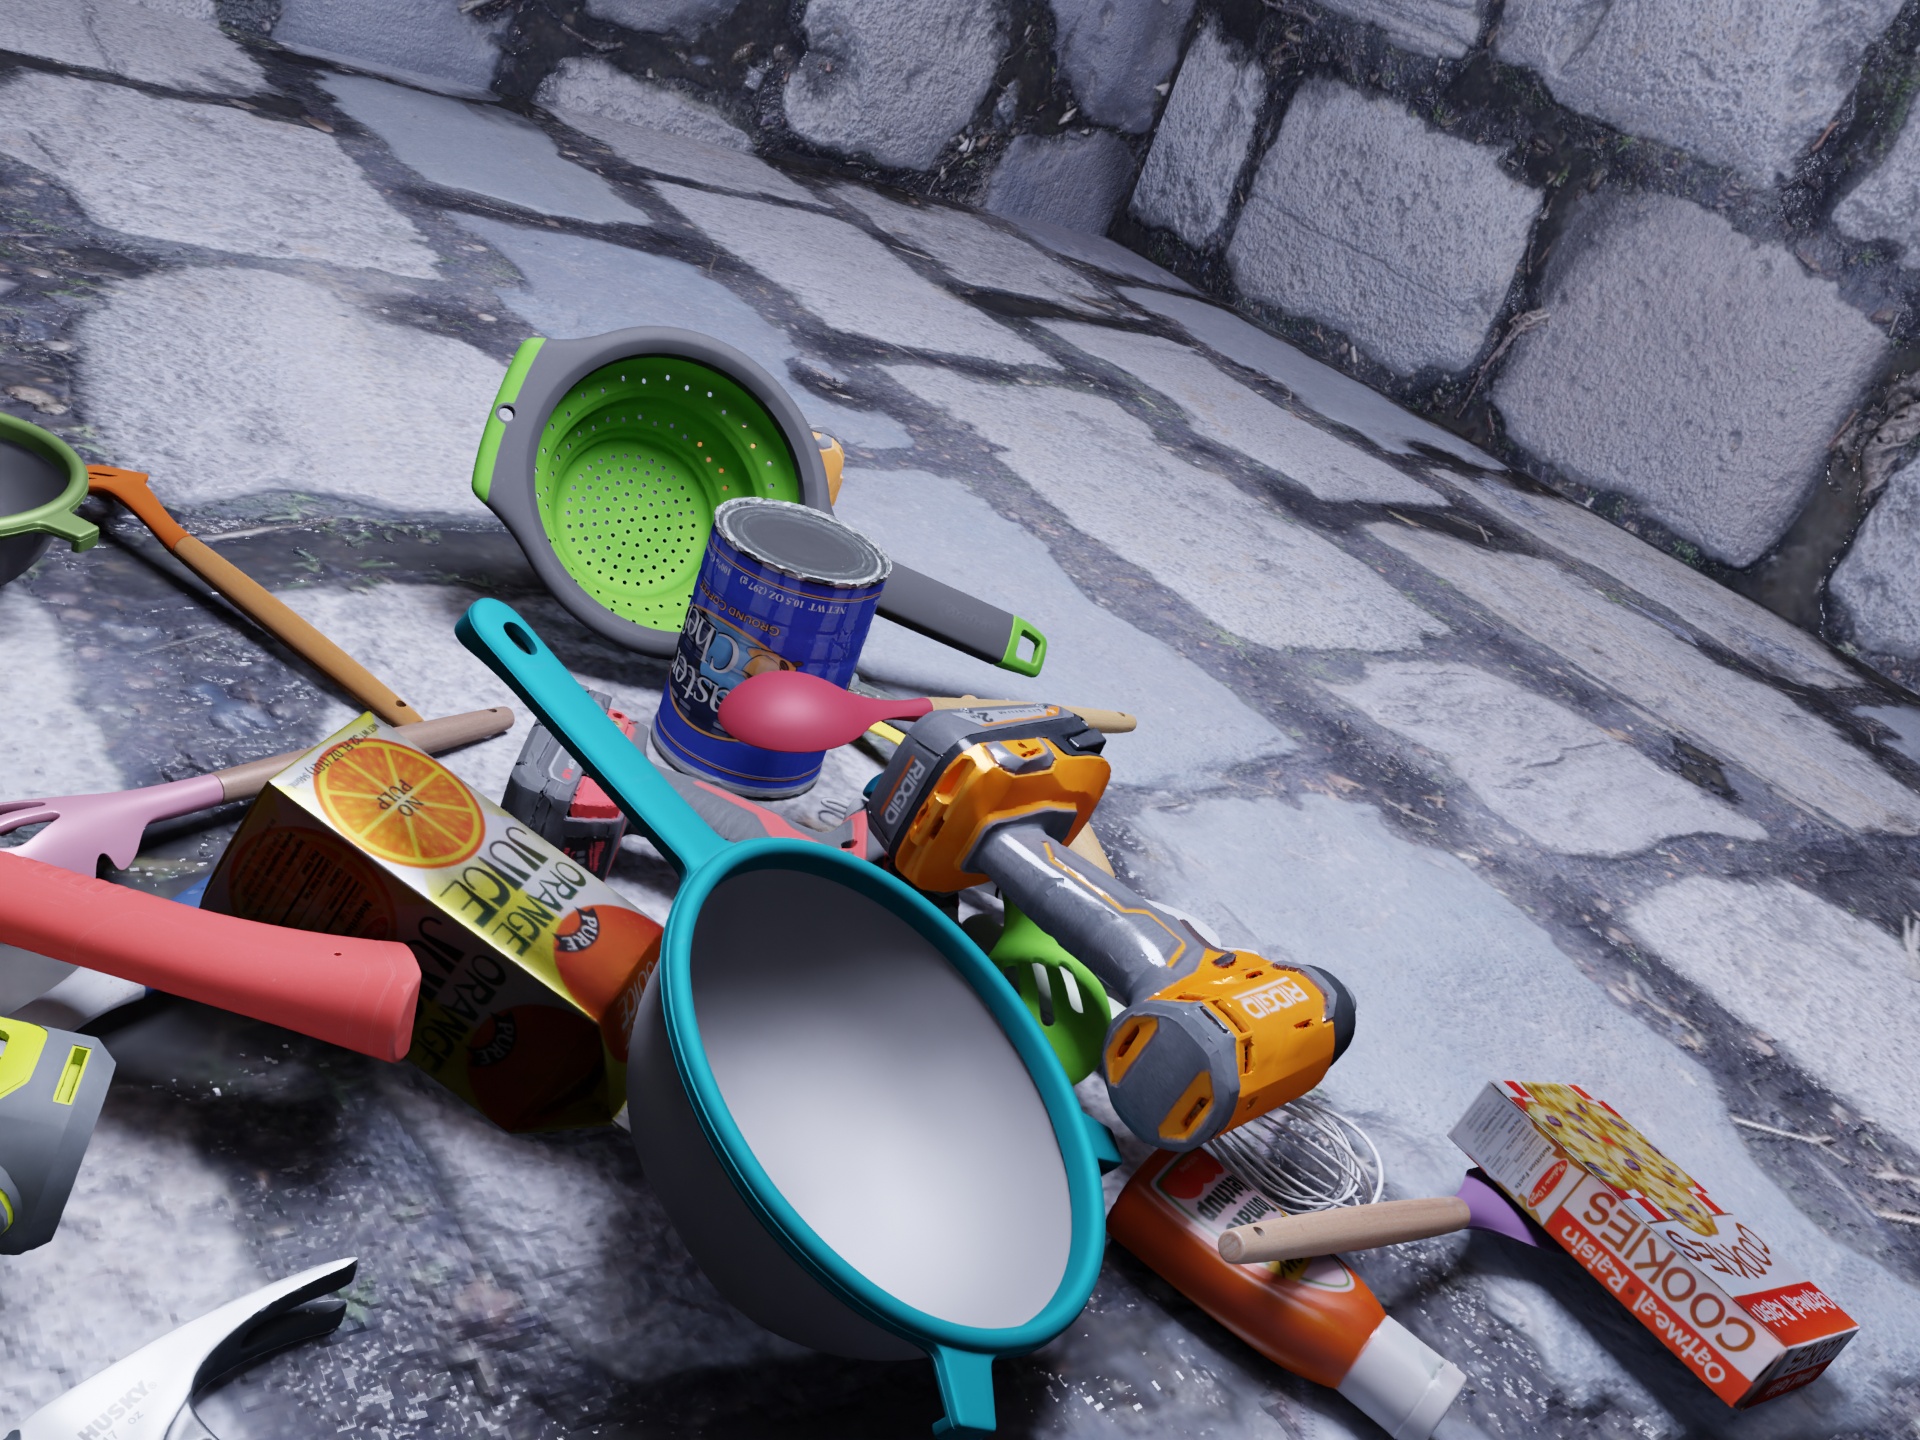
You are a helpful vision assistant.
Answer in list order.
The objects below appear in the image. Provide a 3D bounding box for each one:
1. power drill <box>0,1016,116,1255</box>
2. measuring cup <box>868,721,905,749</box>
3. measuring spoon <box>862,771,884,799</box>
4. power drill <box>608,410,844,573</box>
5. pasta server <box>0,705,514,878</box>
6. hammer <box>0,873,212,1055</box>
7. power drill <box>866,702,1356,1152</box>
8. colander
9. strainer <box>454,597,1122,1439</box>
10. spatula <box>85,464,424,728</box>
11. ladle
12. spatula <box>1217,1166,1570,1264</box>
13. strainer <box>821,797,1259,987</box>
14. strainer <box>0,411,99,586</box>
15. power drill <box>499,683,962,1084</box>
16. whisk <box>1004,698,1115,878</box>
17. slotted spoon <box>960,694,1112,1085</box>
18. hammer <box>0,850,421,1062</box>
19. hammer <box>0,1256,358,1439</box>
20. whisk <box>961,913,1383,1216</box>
[{"bbox_3d":[-0.324,0.138,0.368,0.190,0.080,0.229,20,23,-25],"label":"power drill"},{"bbox_3d":[-0.048,0.020,0.978,0.062,0.029,0.157,-1,21,-46],"label":"measuring cup"},{"bbox_3d":[0.004,0.056,0.912,0.128,0.021,0.042,24,-14,-20],"label":"measuring spoon"},{"bbox_3d":[-0.162,-0.154,1.165,0.185,0.084,0.226,11,32,-18],"label":"power drill"},{"bbox_3d":[-0.323,0.033,0.733,0.060,0.040,0.316,31,23,19],"label":"pasta server"},{"bbox_3d":[-0.326,0.097,0.588,0.144,0.035,0.405,26,26,9],"label":"hammer"},{"bbox_3d":[0.079,0.089,0.739,0.164,0.084,0.227,-4,41,-50],"label":"power drill"},{"bbox_3d":[-0.125,-0.107,1.034,0.396,0.204,0.094,22,-16,-26],"label":"colander"},{"bbox_3d":[-0.093,0.107,0.599,0.340,0.095,0.211,48,23,3],"label":"strainer"},{"bbox_3d":[-0.414,-0.075,0.879,0.323,0.041,0.081,34,28,17],"label":"spatula"},{"bbox_3d":[-0.001,-0.003,0.903,0.315,0.031,0.069,3,29,-45],"label":"ladle"},{"bbox_3d":[0.211,0.224,0.710,0.315,0.018,0.060,13,25,-45],"label":"spatula"},{"bbox_3d":[0.035,0.095,0.867,0.258,0.050,0.087,23,20,18],"label":"strainer"},{"bbox_3d":[-0.546,-0.130,0.828,0.151,0.069,0.257,-1,32,-34],"label":"strainer"},{"bbox_3d":[-0.106,0.080,0.750,0.226,0.080,0.188,19,26,-11],"label":"power drill"},{"bbox_3d":[0.050,0.043,0.933,0.047,0.051,0.245,22,16,-16],"label":"whisk"},{"bbox_3d":[0.023,0.072,0.842,0.070,0.031,0.314,1,32,-9],"label":"slotted spoon"},{"bbox_3d":[-0.367,0.057,0.551,0.359,0.036,0.149,17,24,-1],"label":"hammer"},{"bbox_3d":[-0.074,0.283,0.419,0.409,0.036,0.149,27,25,11],"label":"hammer"},{"bbox_3d":[0.093,0.163,0.772,0.246,0.057,0.059,31,57,29],"label":"whisk"}]
